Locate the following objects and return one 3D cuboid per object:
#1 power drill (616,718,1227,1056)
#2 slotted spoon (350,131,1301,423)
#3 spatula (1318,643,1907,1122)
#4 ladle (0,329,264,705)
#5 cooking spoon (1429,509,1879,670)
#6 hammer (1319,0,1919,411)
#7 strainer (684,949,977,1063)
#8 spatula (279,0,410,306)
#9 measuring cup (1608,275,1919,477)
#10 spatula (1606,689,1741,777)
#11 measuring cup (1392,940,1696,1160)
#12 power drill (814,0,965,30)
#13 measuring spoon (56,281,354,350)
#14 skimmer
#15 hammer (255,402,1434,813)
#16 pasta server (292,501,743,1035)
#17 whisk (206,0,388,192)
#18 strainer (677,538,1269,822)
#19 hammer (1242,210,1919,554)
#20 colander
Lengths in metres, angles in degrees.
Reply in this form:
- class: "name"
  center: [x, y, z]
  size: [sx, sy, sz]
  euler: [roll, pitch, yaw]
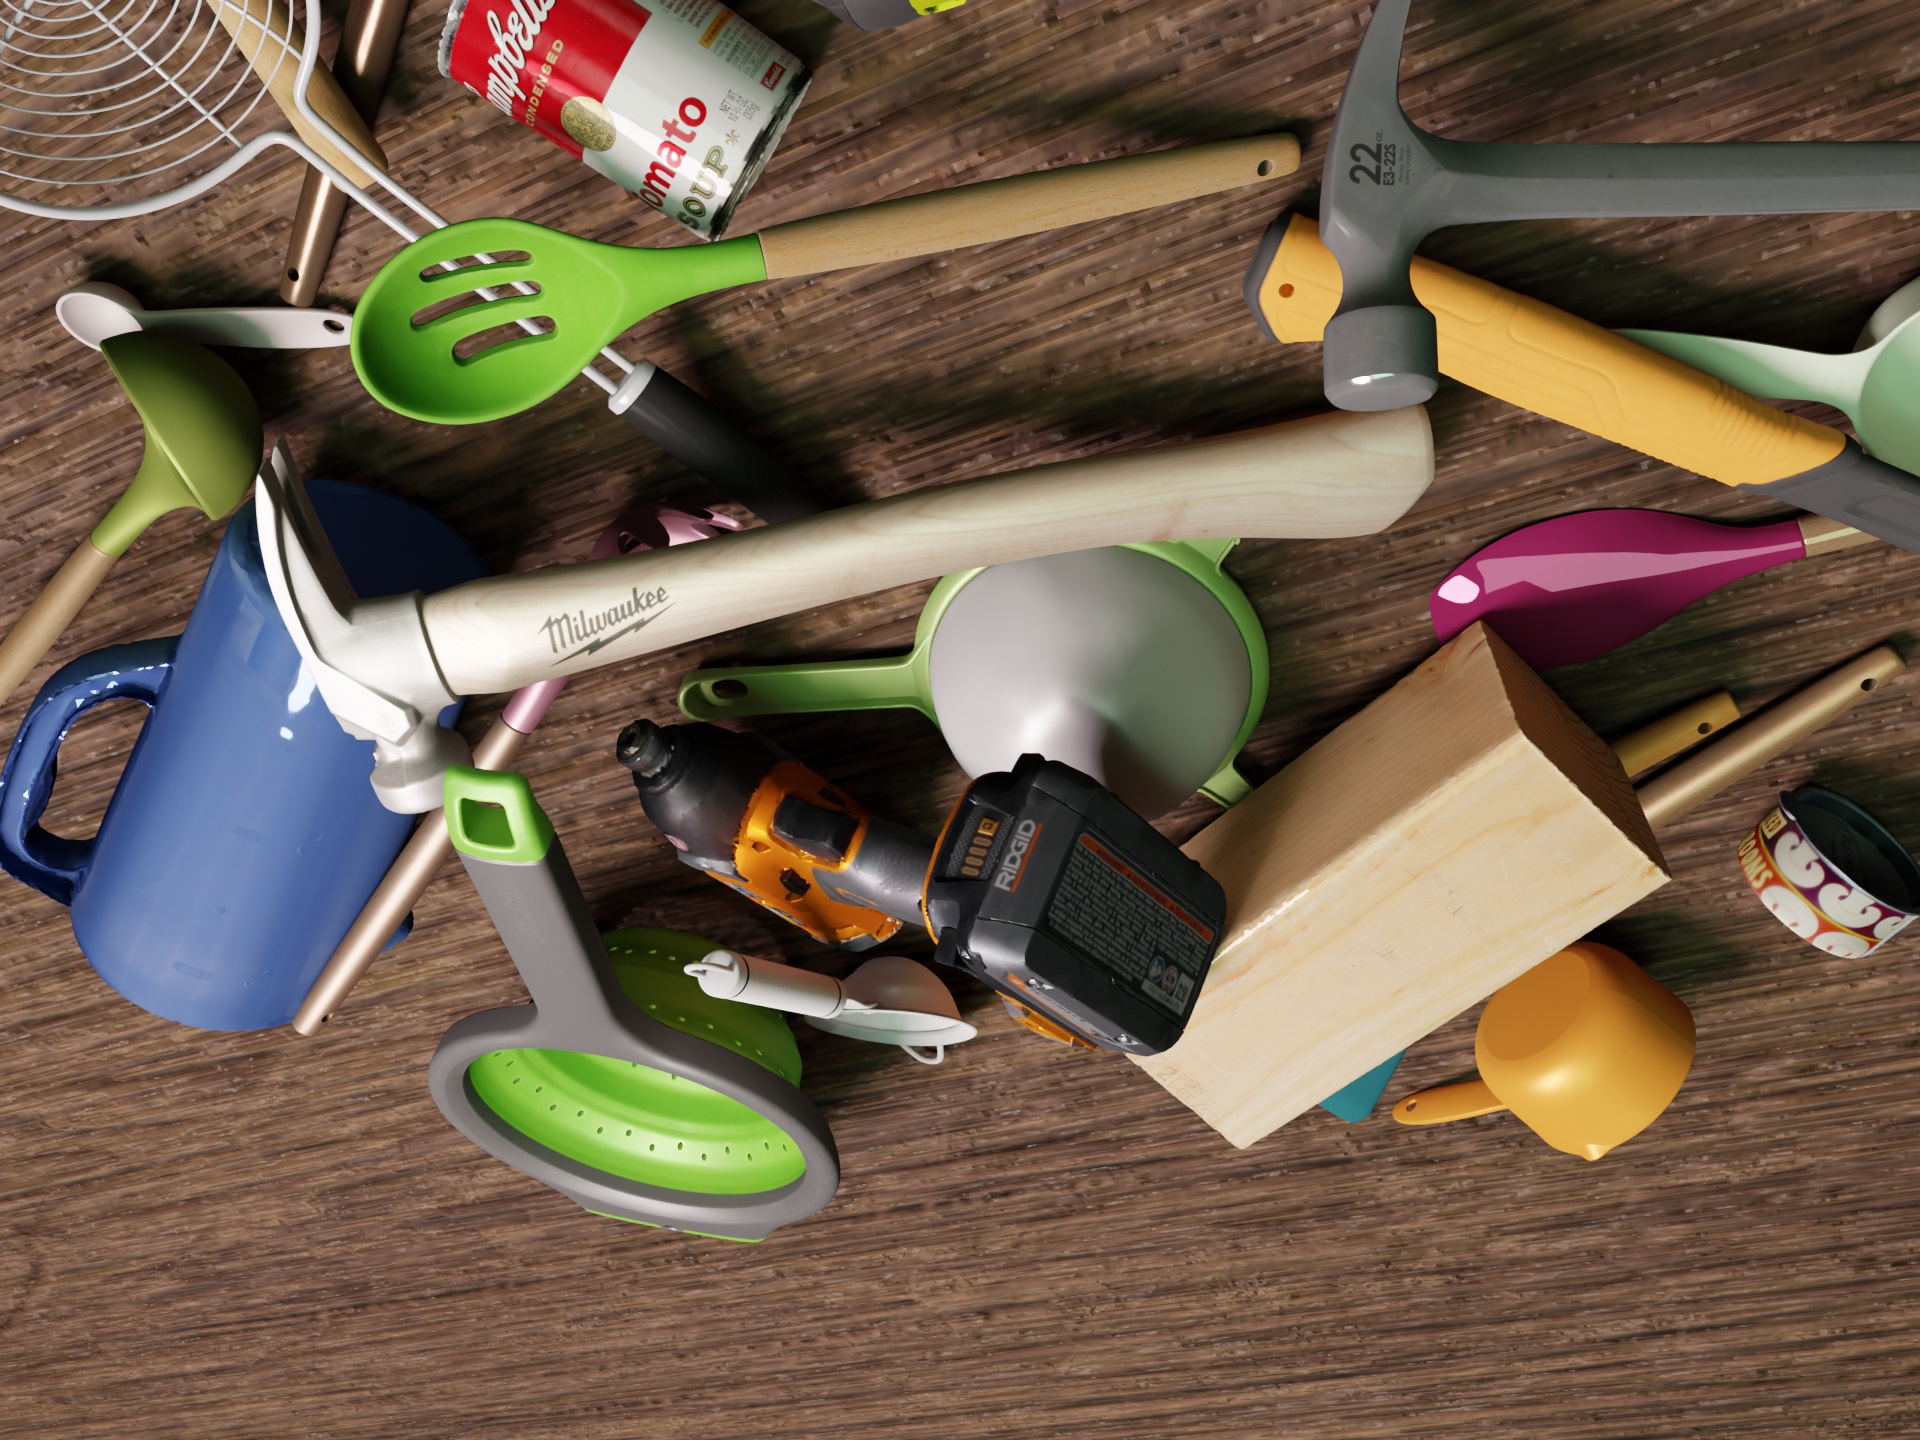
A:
- class: "power drill"
  center: [-0.028, 0.054, 0.632]
  size: [0.227, 0.084, 0.164]
  euler: [9, 158, 44]
- class: "slotted spoon"
  center: [-0.039, -0.155, 0.518]
  size: [0.313, 0.031, 0.070]
  euler: [-13, 139, -6]
- class: "spatula"
  center: [0.259, 0.071, 0.686]
  size: [0.082, 0.044, 0.317]
  euler: [37, 124, -16]
- class: "ladle"
  center: [-0.395, -0.063, 0.697]
  size: [0.320, 0.062, 0.078]
  euler: [-32, 90, 35]
- class: "cooking spoon"
  center: [0.333, -0.074, 0.576]
  size: [0.319, 0.017, 0.068]
  euler: [-16, 123, 22]
- class: "hammer"
  center: [0.311, -0.168, 0.471]
  size: [0.405, 0.035, 0.144]
  euler: [0, 87, 3]
- class: "strainer"
  center: [-0.057, 0.126, 0.731]
  size: [0.087, 0.050, 0.258]
  euler: [-4, 164, 20]
- class: "spatula"
  center: [-0.182, -0.266, 0.526]
  size: [0.060, 0.018, 0.315]
  euler: [35, 126, -3]
- class: "measuring cup"
  center: [0.294, -0.124, 0.539]
  size: [0.167, 0.038, 0.083]
  euler: [10, 131, 16]
- class: "spatula"
  center: [0.186, 0.065, 0.710]
  size: [0.322, 0.041, 0.081]
  euler: [-32, 115, 25]
- class: "measuring cup"
  center: [0.251, 0.156, 0.741]
  size: [0.052, 0.095, 0.173]
  euler: [40, 142, -13]
- class: "power drill"
  center: [0.058, -0.288, 0.420]
  size: [0.228, 0.080, 0.190]
  euler: [-4, 110, 13]
- class: "measuring spoon"
  center: [-0.295, -0.162, 0.634]
  size: [0.124, 0.018, 0.034]
  euler: [2, 149, 1]
- class: "skimmer"
  center: [-0.161, -0.138, 0.537]
  size: [0.363, 0.090, 0.127]
  euler: [35, 111, -30]
- class: "hammer"
  center: [-0.035, -0.070, 0.573]
  size: [0.410, 0.038, 0.146]
  euler: [-12, 126, 0]
- class: "pasta server"
  center: [-0.201, 0.026, 0.684]
  size: [0.040, 0.060, 0.316]
  euler: [44, 106, 20]
- class: "whisk"
  center: [-0.262, -0.282, 0.503]
  size: [0.047, 0.051, 0.244]
  euler: [-19, 118, 22]
- class: "strainer"
  center: [-0.001, -0.002, 0.662]
  size: [0.256, 0.069, 0.151]
  euler: [-3, 127, 11]
- class: "hammer"
  center: [0.257, -0.100, 0.525]
  size: [0.337, 0.034, 0.127]
  euler: [23, 139, 5]
- class: "colander"
  center: [-0.153, 0.117, 0.731]
  size: [0.204, 0.095, 0.396]
  euler: [7, 142, 9]
